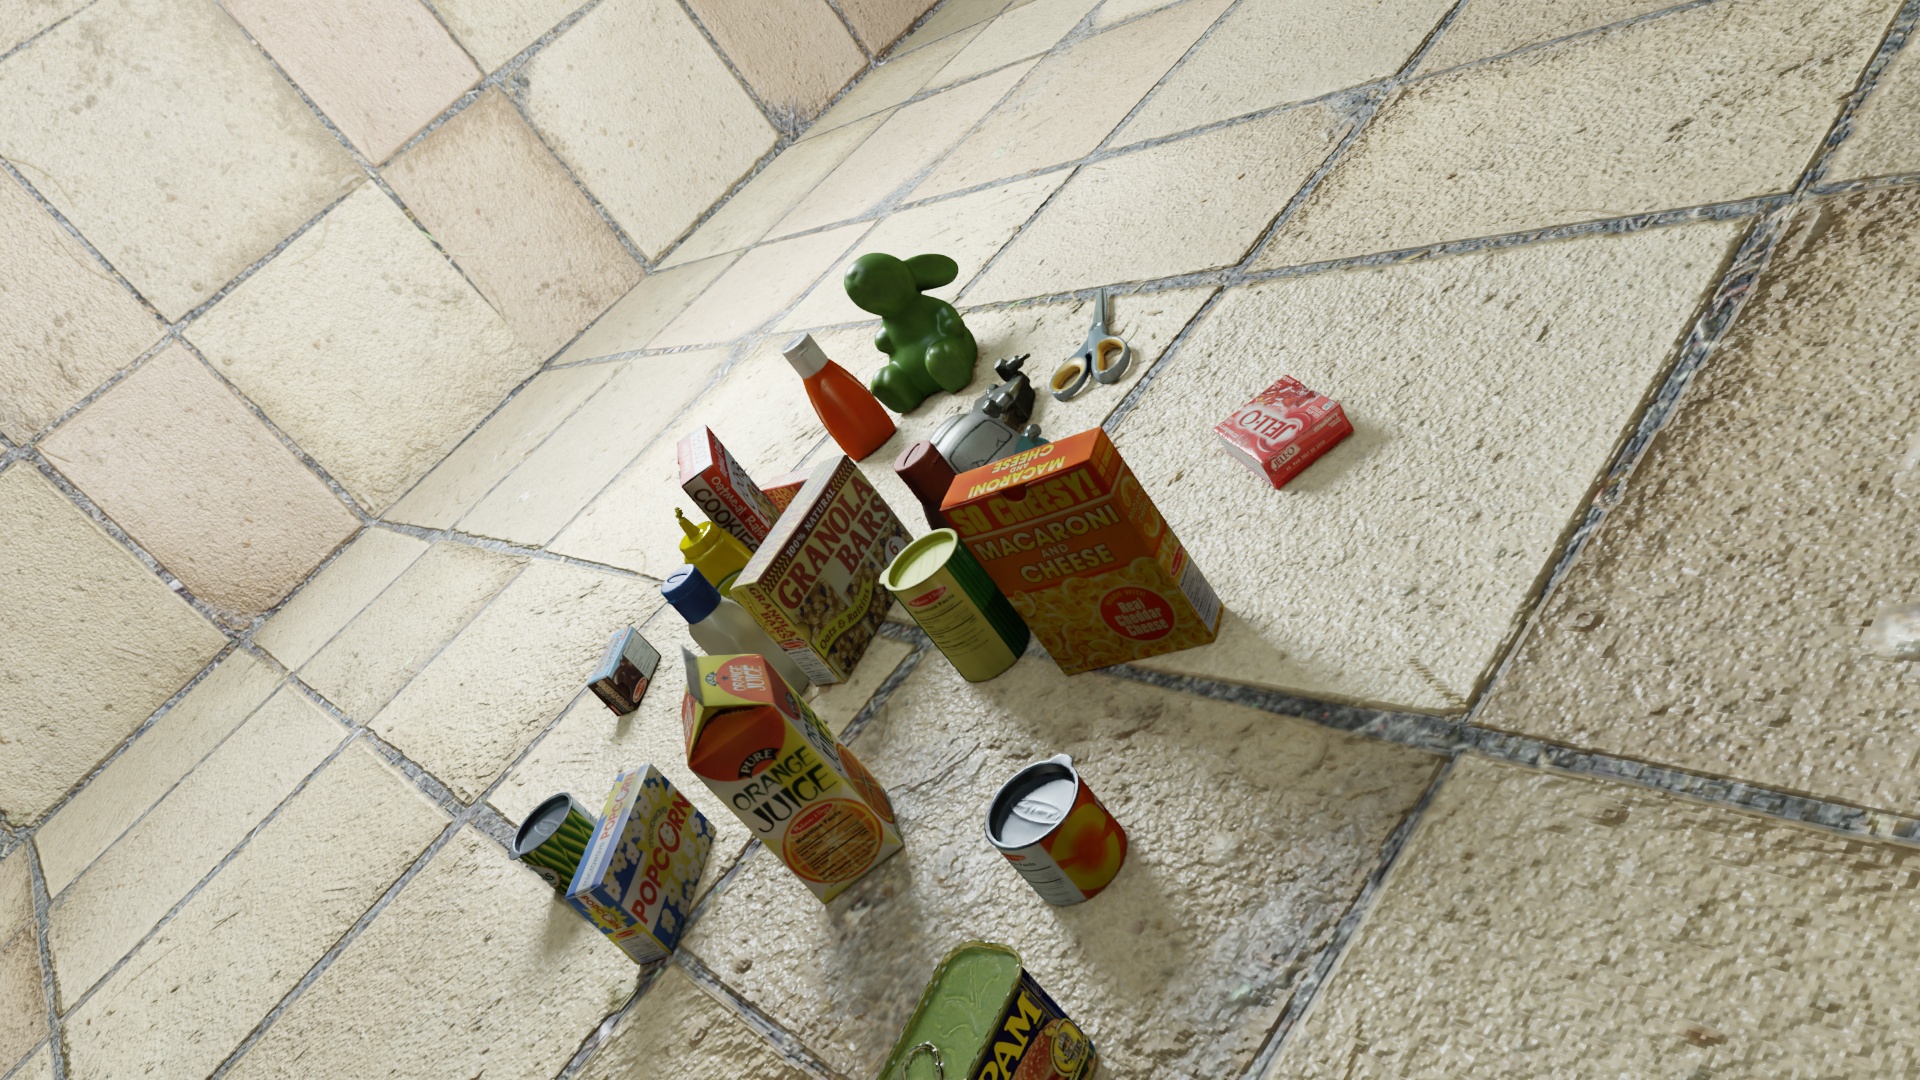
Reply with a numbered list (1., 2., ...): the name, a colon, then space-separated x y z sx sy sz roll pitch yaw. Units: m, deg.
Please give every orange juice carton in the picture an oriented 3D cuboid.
1. orange juice carton: -0.127 0.150 0.945 0.073 0.192 0.072 -37 26 2

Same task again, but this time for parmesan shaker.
1. parmesan shaker: -0.004 0.051 1.056 0.071 0.103 0.071 -29 27 17

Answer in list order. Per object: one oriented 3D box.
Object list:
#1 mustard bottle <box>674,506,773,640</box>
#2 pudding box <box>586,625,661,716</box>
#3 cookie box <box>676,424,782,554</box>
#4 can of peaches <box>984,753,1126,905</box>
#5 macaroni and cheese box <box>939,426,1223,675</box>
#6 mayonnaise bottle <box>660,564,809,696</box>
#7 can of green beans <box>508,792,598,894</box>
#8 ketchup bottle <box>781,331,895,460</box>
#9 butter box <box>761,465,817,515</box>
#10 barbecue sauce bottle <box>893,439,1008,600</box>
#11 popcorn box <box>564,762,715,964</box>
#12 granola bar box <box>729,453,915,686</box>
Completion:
1. mustard bottle: -0.217 0.031 1.290 0.065 0.160 0.049 -39 26 -1
2. pudding box: -0.340 0.131 1.407 0.030 0.049 0.084 -26 28 23
3. cookie box: -0.211 -0.025 1.365 0.040 0.167 0.123 -37 26 3
4. can of peaches: 0.059 0.173 0.830 0.071 0.058 0.071 -29 27 17
5. macaroni and cheese box: 0.083 0.012 0.937 0.123 0.166 0.040 -18 32 35
6. mayonnaise bottle: -0.196 0.083 1.192 0.064 0.147 0.041 -11 37 44
7. can of green beans: -0.339 0.259 1.189 0.071 0.057 0.071 -29 27 17
8. ketchup bottle: -0.136 -0.160 1.512 0.065 0.148 0.043 -40 26 -4
9. butter box: -0.160 -0.049 1.471 0.103 0.053 0.024 -10 37 44
10. barbecue sauce bottle: 0.004 -0.014 1.100 0.043 0.148 0.065 -15 34 39
11. popcorn box: -0.241 0.245 1.058 0.038 0.085 0.127 -26 28 24
12. granola bar box: -0.112 0.025 1.209 0.039 0.124 0.166 -13 35 41
